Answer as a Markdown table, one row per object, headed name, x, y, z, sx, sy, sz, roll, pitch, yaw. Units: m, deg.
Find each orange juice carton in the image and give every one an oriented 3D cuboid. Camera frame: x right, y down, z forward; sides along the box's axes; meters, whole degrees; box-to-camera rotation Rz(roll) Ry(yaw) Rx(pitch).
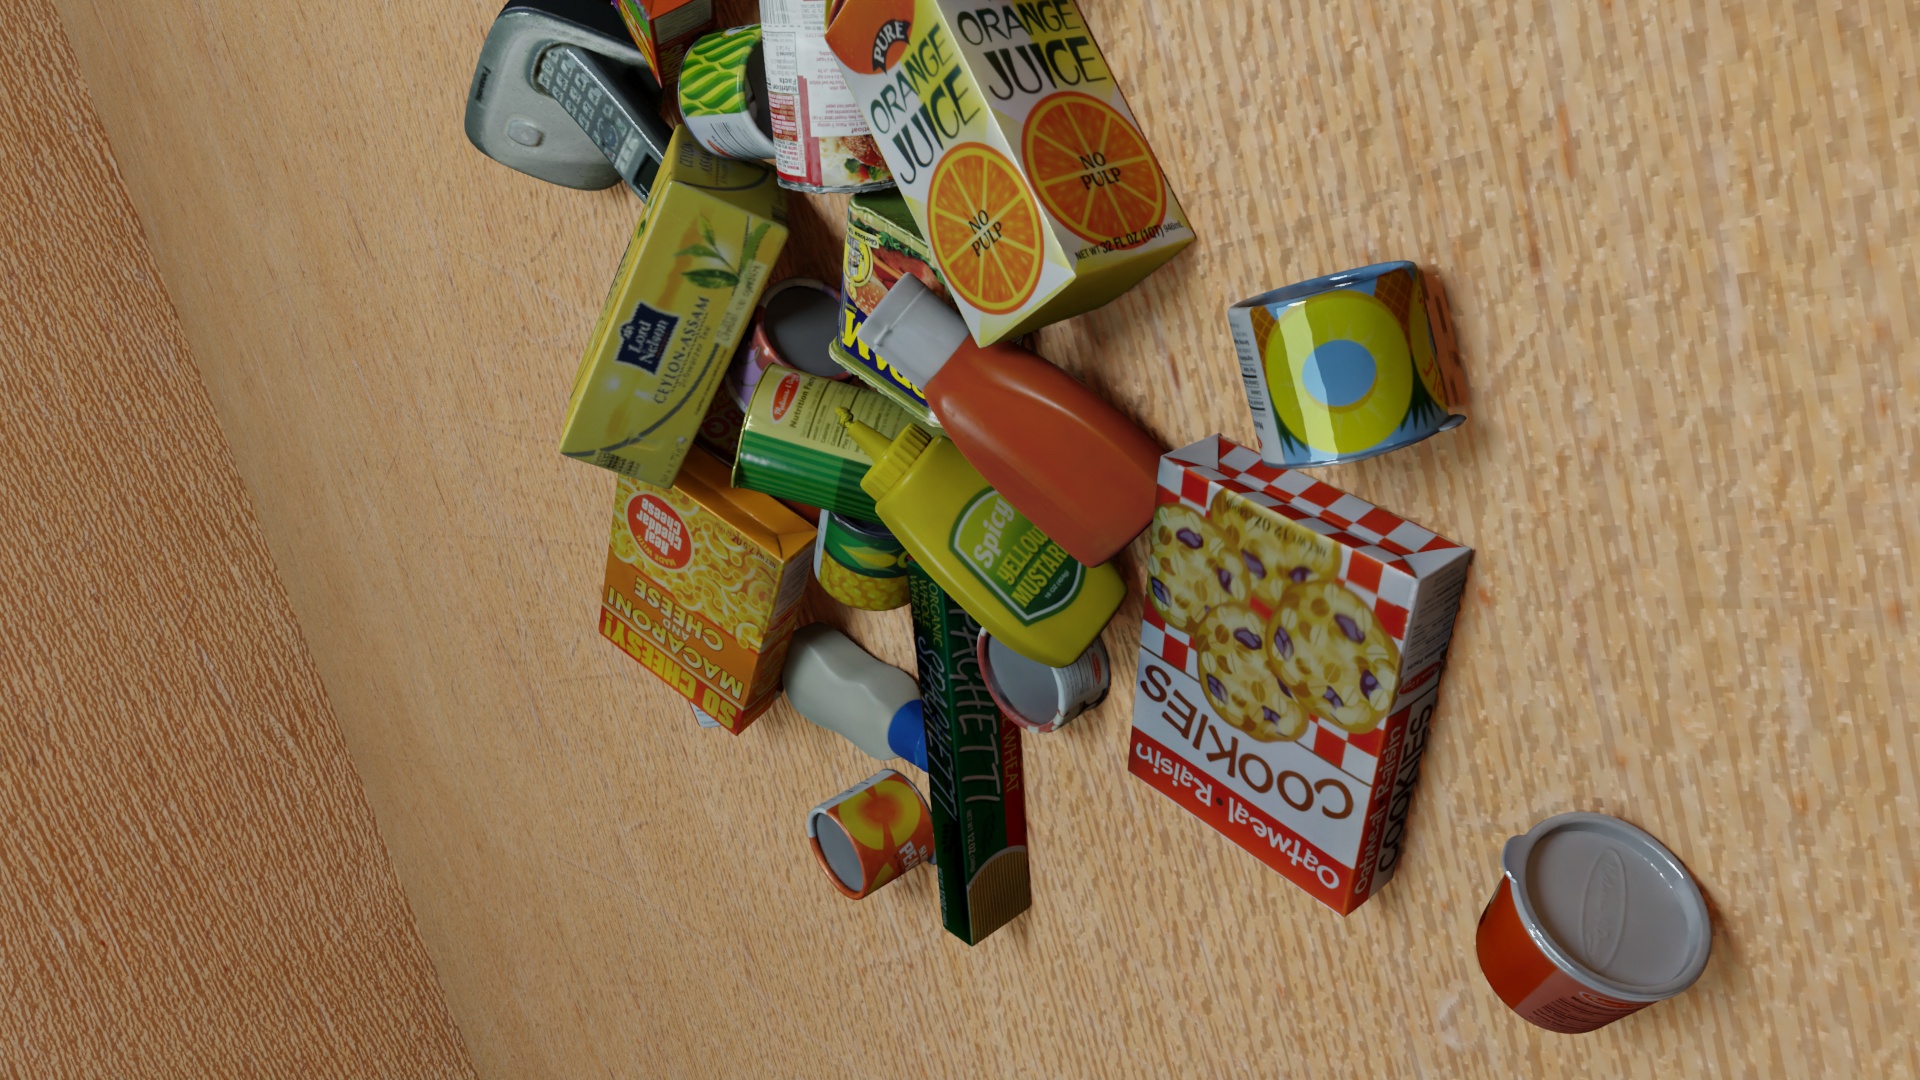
| name | x | y | z | sx | sy | sz | roll | pitch | yaw |
| --- | --- | --- | --- | --- | --- | --- | --- | --- | --- |
| orange juice carton | 0.010 | -0.185 | 0.572 | 0.072 | 0.072 | 0.192 | -31 | 84 | 55 |

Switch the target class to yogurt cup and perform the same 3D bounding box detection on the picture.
| name | x | y | z | sx | sy | sz | roll | pitch | yaw |
| --- | --- | --- | --- | --- | --- | --- | --- | --- | --- |
| yogurt cup | 0.218 | 0.138 | 0.490 | 0.072 | 0.073 | 0.053 | 46 | 149 | 27 |

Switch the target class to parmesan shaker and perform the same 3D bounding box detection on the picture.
| name | x | y | z | sx | sy | sz | roll | pitch | yaw |
| --- | --- | --- | --- | --- | --- | --- | --- | --- | --- |
| parmesan shaker | -0.056 | -0.042 | 0.703 | 0.103 | 0.072 | 0.071 | 16 | 133 | 1 |

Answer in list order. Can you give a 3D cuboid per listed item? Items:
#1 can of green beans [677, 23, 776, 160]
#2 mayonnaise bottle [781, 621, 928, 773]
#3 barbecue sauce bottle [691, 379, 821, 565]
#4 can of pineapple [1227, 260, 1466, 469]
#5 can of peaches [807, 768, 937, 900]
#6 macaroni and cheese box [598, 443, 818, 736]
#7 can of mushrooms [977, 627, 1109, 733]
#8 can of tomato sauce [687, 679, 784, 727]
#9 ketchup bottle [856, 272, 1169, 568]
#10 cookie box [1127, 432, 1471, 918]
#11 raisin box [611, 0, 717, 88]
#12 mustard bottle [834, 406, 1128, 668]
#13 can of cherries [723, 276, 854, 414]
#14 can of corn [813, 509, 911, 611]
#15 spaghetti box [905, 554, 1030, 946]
| name | x | y | z | sx | sy | sz | roll | pitch | yaw |
| --- | --- | --- | --- | --- | --- | --- | --- | --- | --- |
| can of green beans | -0.099 | -0.226 | 0.699 | 0.058 | 0.071 | 0.071 | 16 | 122 | 48 |
| mayonnaise bottle | -0.053 | 0.101 | 0.854 | 0.148 | 0.041 | 0.064 | 23 | 127 | 44 |
| barbecue sauce bottle | -0.132 | -0.046 | 0.857 | 0.149 | 0.065 | 0.043 | 44 | 132 | 15 |
| can of pineapple | 0.133 | -0.062 | 0.485 | 0.071 | 0.071 | 0.057 | -1 | 109 | 53 |
| can of peaches | -0.056 | 0.191 | 0.895 | 0.071 | 0.058 | 0.071 | 30 | 132 | 41 |
| macaroni and cheese box | -0.159 | 0.027 | 0.857 | 0.124 | 0.040 | 0.165 | 34 | 134 | 14 |
| can of mushrooms | 0.040 | 0.064 | 0.712 | 0.071 | 0.033 | 0.070 | 30 | 132 | 40 |
| can of tomato sauce | -0.167 | 0.079 | 0.970 | 0.071 | 0.071 | 0.083 | -5 | 109 | 54 |
| ketchup bottle | 0.023 | -0.055 | 0.604 | 0.149 | 0.044 | 0.064 | 40 | 130 | -6 |
| cookie box | 0.133 | 0.055 | 0.577 | 0.123 | 0.040 | 0.166 | 31 | 132 | 40 |
| raisin box | -0.162 | -0.295 | 0.717 | 0.086 | 0.040 | 0.123 | 60 | 173 | -7 |
| mustard bottle | 0.002 | -0.008 | 0.647 | 0.160 | 0.065 | 0.048 | 39 | 167 | -6 |
| can of cherries | -0.088 | -0.100 | 0.760 | 0.071 | 0.072 | 0.058 | 60 | 144 | 9 |
| can of corn | -0.043 | -0.003 | 0.757 | 0.071 | 0.071 | 0.058 | 44 | 141 | 29 |
| spaghetti box | 0.006 | 0.113 | 0.772 | 0.029 | 0.050 | 0.248 | 22 | 126 | 43 |
